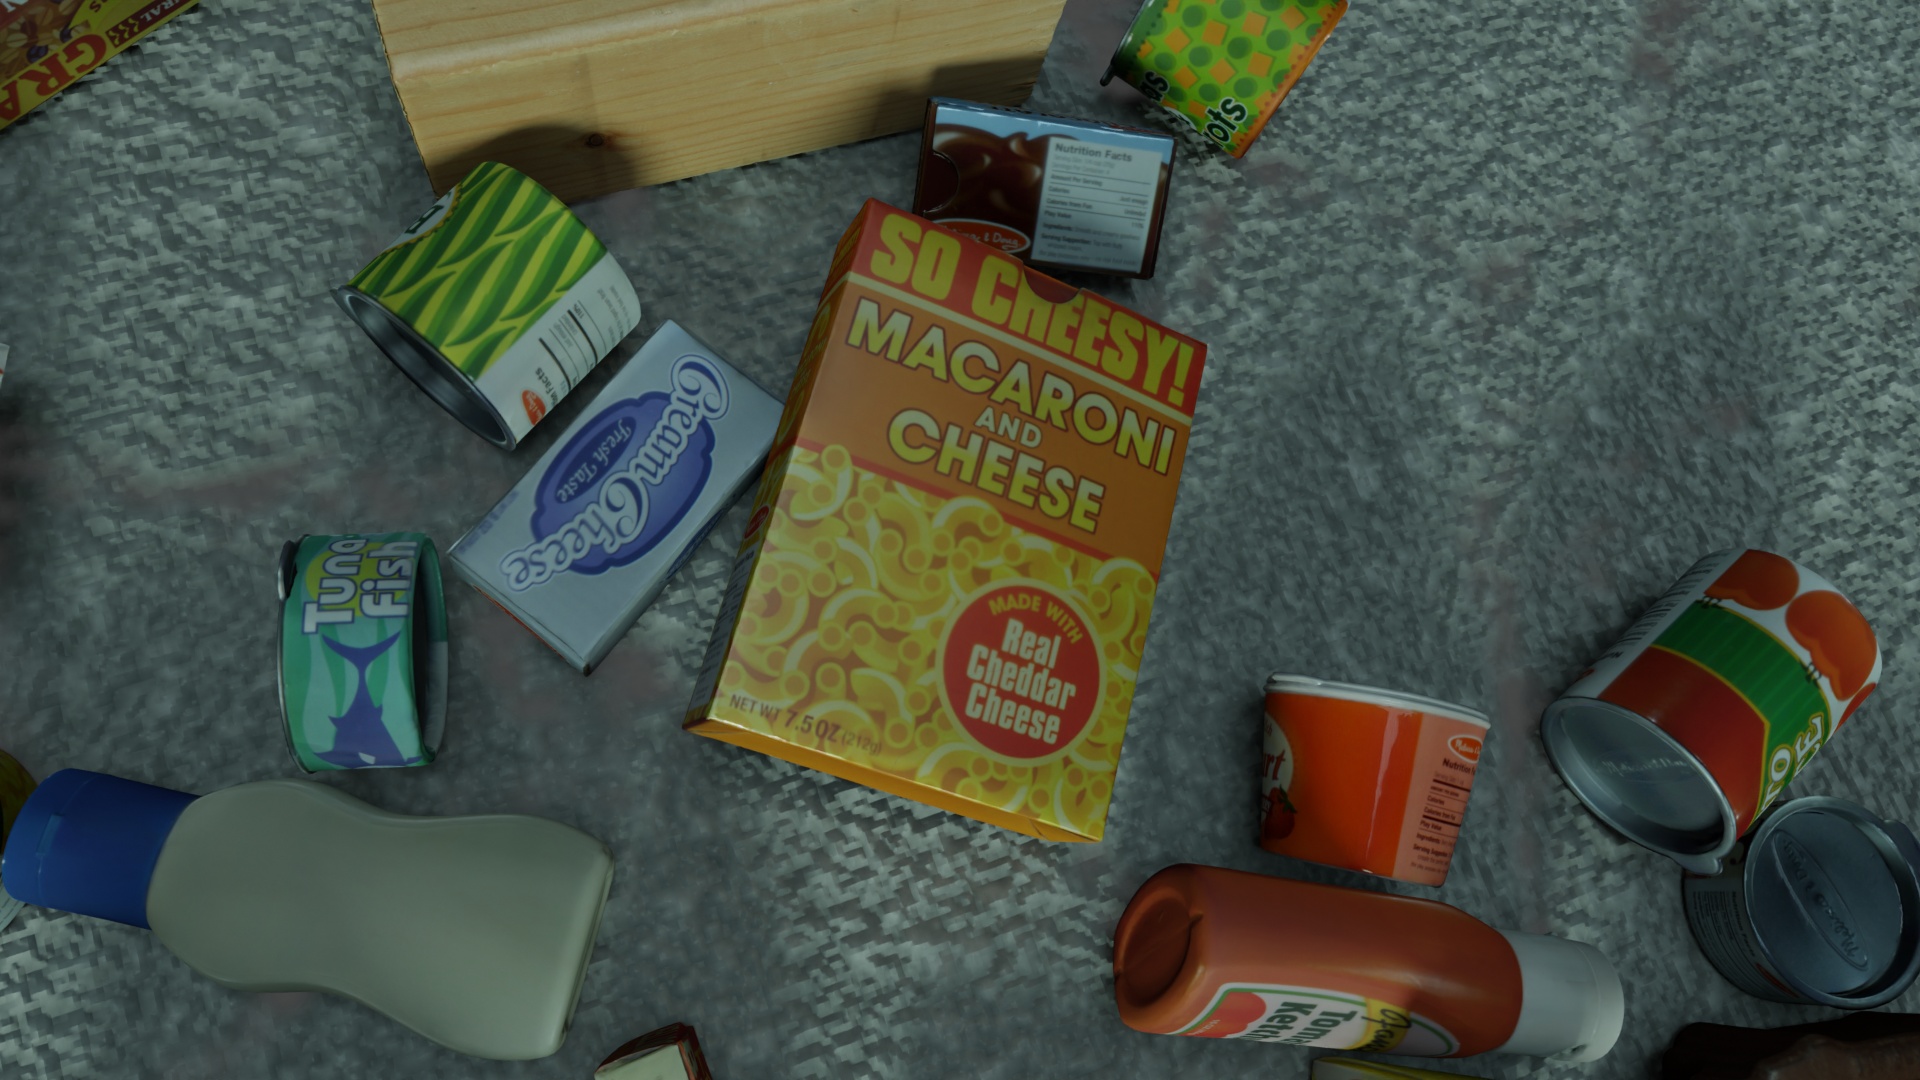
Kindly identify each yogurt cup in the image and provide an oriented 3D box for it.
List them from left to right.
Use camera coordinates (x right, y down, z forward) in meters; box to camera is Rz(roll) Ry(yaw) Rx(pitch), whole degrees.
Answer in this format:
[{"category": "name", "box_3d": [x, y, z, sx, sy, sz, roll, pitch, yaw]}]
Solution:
[{"category": "yogurt cup", "box_3d": [0.123, 0.074, 0.426, 0.072, 0.072, 0.054, 12, 81, -6]}]

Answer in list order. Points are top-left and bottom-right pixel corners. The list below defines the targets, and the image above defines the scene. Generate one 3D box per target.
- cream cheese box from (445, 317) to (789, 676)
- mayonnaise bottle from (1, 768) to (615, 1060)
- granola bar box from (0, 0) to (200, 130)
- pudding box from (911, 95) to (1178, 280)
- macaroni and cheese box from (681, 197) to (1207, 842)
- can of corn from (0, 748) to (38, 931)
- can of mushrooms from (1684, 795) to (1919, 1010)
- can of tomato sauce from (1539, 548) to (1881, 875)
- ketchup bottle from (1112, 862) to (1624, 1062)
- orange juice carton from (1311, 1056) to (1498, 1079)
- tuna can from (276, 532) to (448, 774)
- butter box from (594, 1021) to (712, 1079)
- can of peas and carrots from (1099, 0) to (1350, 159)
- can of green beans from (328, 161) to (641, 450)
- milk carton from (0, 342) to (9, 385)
[{"category": "cream cheese box", "box_3d": [-0.102, -0.015, 0.430, 0.053, 0.024, 0.104, 38, 72, 1]}, {"category": "mayonnaise bottle", "box_3d": [-0.174, 0.096, 0.378, 0.148, 0.041, 0.065, 14, 71, -5]}, {"category": "granola bar box", "box_3d": [-0.327, -0.189, 0.433, 0.124, 0.039, 0.166, 44, 72, 5]}, {"category": "pudding box", "box_3d": [0.027, -0.119, 0.469, 0.084, 0.030, 0.049, 5, 110, -9]}, {"category": "macaroni and cheese box", "box_3d": [0.002, -0.005, 0.426, 0.124, 0.040, 0.167, 20, 72, -17]}, {"category": "can of corn", "box_3d": [-0.282, 0.076, 0.355, 0.071, 0.058, 0.071, 3, 74, -9]}, {"category": "can of mushrooms", "box_3d": [0.278, 0.117, 0.456, 0.071, 0.033, 0.071, 3, 74, -9]}, {"category": "can of tomato sauce", "box_3d": [0.244, 0.053, 0.450, 0.083, 0.071, 0.071, -37, 84, -18]}, {"category": "ketchup bottle", "box_3d": [0.124, 0.128, 0.413, 0.149, 0.064, 0.044, 11, 54, -16]}, {"category": "orange juice carton", "box_3d": [0.136, 0.246, 0.373, 0.072, 0.073, 0.193, 10, 73, -7]}, {"category": "tuna can", "box_3d": [-0.163, 0.029, 0.383, 0.033, 0.071, 0.071, -2, 75, -12]}, {"category": "butter box", "box_3d": [-0.067, 0.182, 0.366, 0.024, 0.053, 0.103, -19, 78, -12]}, {"category": "can of peas and carrots", "box_3d": [0.093, -0.176, 0.491, 0.059, 0.070, 0.071, 34, 72, 0]}, {"category": "can of green beans", "box_3d": [-0.140, -0.070, 0.418, 0.071, 0.071, 0.058, 39, 71, 2]}, {"category": "milk carton", "box_3d": [-0.360, -0.026, 0.362, 0.191, 0.073, 0.072, 2, 74, -10]}]
